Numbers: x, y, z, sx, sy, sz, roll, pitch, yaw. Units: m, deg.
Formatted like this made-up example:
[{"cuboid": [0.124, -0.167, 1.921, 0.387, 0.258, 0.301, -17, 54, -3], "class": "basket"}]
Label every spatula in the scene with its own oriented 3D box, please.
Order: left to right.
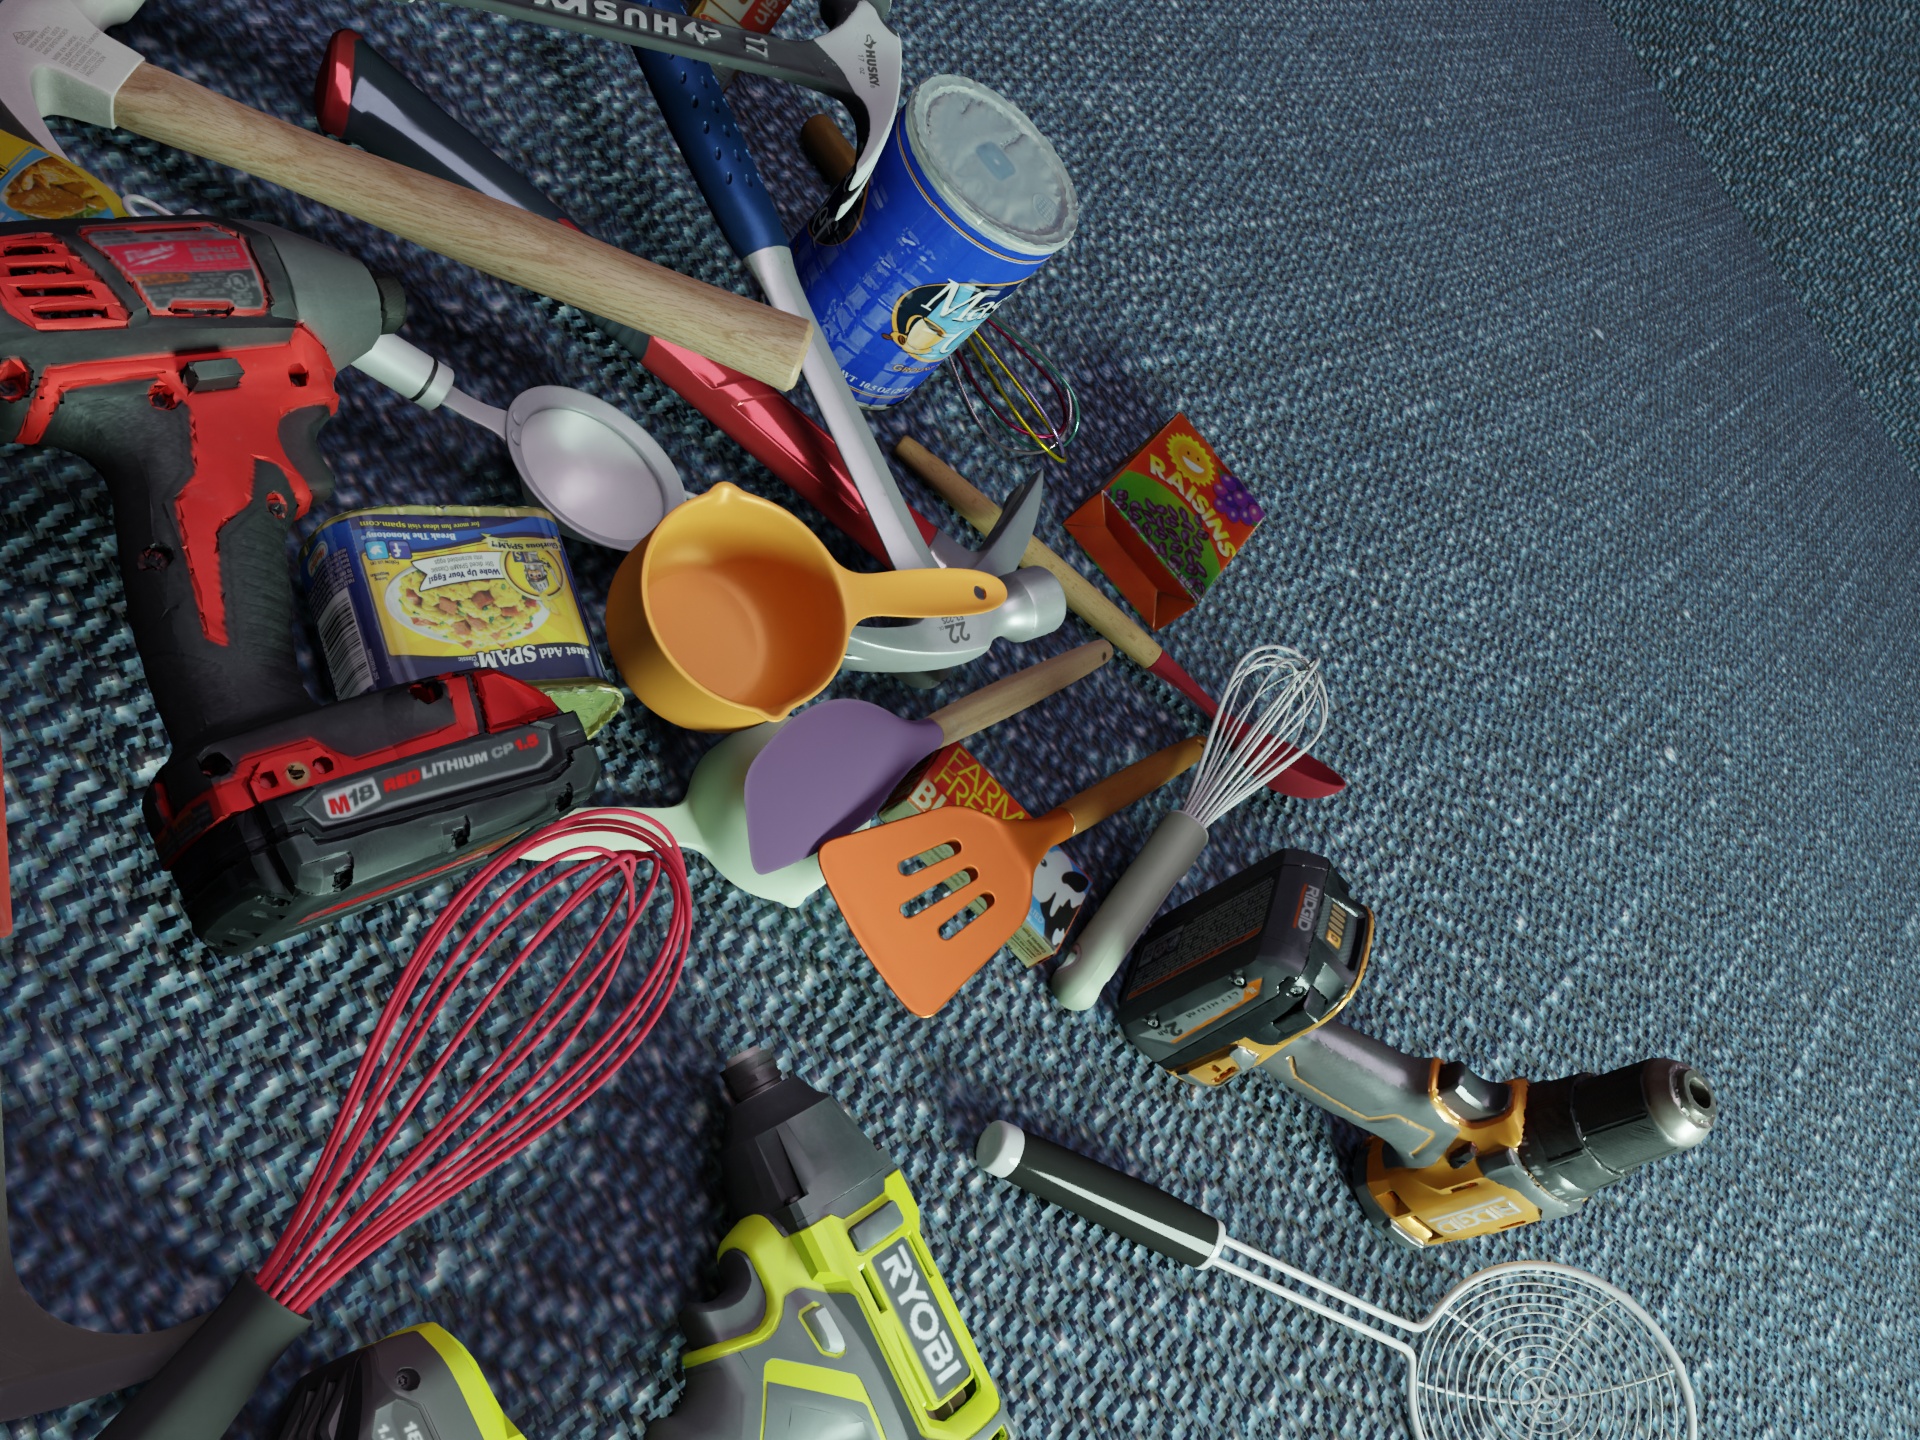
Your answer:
[{"cuboid": [-0.001, -0.002, 0.727, 0.316, 0.018, 0.059, -25, 115, -57], "class": "spatula"}, {"cuboid": [0.050, 0.047, 0.750, 0.081, 0.041, 0.322, 57, 30, 7], "class": "spatula"}]

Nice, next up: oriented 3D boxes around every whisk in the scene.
[{"cuboid": [-0.174, 0.143, 0.441, 0.073, 0.073, 0.296, 42, 68, -13], "class": "whisk"}, {"cuboid": [-0.013, -0.245, 0.899, 0.047, 0.051, 0.245, -33, 85, -42], "class": "whisk"}, {"cuboid": [0.117, 0.049, 0.792, 0.059, 0.058, 0.246, 43, 60, -6], "class": "whisk"}]

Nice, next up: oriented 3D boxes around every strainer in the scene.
[{"cuboid": [-0.204, -0.129, 0.631, 0.258, 0.050, 0.087, 31, 38, -38], "class": "strainer"}]

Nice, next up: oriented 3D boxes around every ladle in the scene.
[{"cuboid": [0.088, -0.051, 0.872, 0.315, 0.031, 0.069, 39, 11, -12], "class": "ladle"}]

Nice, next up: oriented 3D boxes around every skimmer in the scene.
[{"cuboid": [0.171, 0.261, 0.705, 0.363, 0.090, 0.127, 30, 79, -21], "class": "skimmer"}]

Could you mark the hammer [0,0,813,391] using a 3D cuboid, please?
[{"cuboid": [-0.219, -0.206, 0.644, 0.331, 0.031, 0.130, 20, 53, -12], "class": "hammer"}]

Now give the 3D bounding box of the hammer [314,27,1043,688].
[{"cuboid": [-0.127, -0.185, 0.752, 0.386, 0.038, 0.143, 39, 54, -14], "class": "hammer"}]

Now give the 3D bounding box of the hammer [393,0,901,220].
[{"cuboid": [-0.216, -0.306, 0.668, 0.408, 0.036, 0.149, 3, 62, -22], "class": "hammer"}]

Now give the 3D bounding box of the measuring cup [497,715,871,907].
[{"cuboid": [-0.105, 0.036, 0.641, 0.167, 0.038, 0.083, -2, 66, -44], "class": "measuring cup"}]

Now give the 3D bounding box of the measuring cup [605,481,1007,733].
[{"cuboid": [-0.060, -0.042, 0.642, 0.173, 0.052, 0.095, -6, 78, -39], "class": "measuring cup"}]

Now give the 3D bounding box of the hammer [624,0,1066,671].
[{"cuboid": [-0.090, -0.207, 0.740, 0.144, 0.035, 0.405, -20, 81, -39], "class": "hammer"}]

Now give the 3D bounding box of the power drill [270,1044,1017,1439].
[{"cuboid": [-0.094, 0.216, 0.515, 0.223, 0.080, 0.171, -18, 78, -50], "class": "power drill"}]

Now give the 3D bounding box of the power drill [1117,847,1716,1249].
[{"cuboid": [0.211, 0.157, 0.740, 0.226, 0.185, 0.084, 38, 47, -13], "class": "power drill"}]

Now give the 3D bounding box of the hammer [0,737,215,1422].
[{"cuboid": [-0.288, 0.014, 0.462, 0.149, 0.037, 0.359, 0, 73, -41], "class": "hammer"}]

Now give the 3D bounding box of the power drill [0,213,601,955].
[{"cuboid": [-0.207, -0.053, 0.491, 0.143, 0.078, 0.220, -22, 86, -46], "class": "power drill"}]
